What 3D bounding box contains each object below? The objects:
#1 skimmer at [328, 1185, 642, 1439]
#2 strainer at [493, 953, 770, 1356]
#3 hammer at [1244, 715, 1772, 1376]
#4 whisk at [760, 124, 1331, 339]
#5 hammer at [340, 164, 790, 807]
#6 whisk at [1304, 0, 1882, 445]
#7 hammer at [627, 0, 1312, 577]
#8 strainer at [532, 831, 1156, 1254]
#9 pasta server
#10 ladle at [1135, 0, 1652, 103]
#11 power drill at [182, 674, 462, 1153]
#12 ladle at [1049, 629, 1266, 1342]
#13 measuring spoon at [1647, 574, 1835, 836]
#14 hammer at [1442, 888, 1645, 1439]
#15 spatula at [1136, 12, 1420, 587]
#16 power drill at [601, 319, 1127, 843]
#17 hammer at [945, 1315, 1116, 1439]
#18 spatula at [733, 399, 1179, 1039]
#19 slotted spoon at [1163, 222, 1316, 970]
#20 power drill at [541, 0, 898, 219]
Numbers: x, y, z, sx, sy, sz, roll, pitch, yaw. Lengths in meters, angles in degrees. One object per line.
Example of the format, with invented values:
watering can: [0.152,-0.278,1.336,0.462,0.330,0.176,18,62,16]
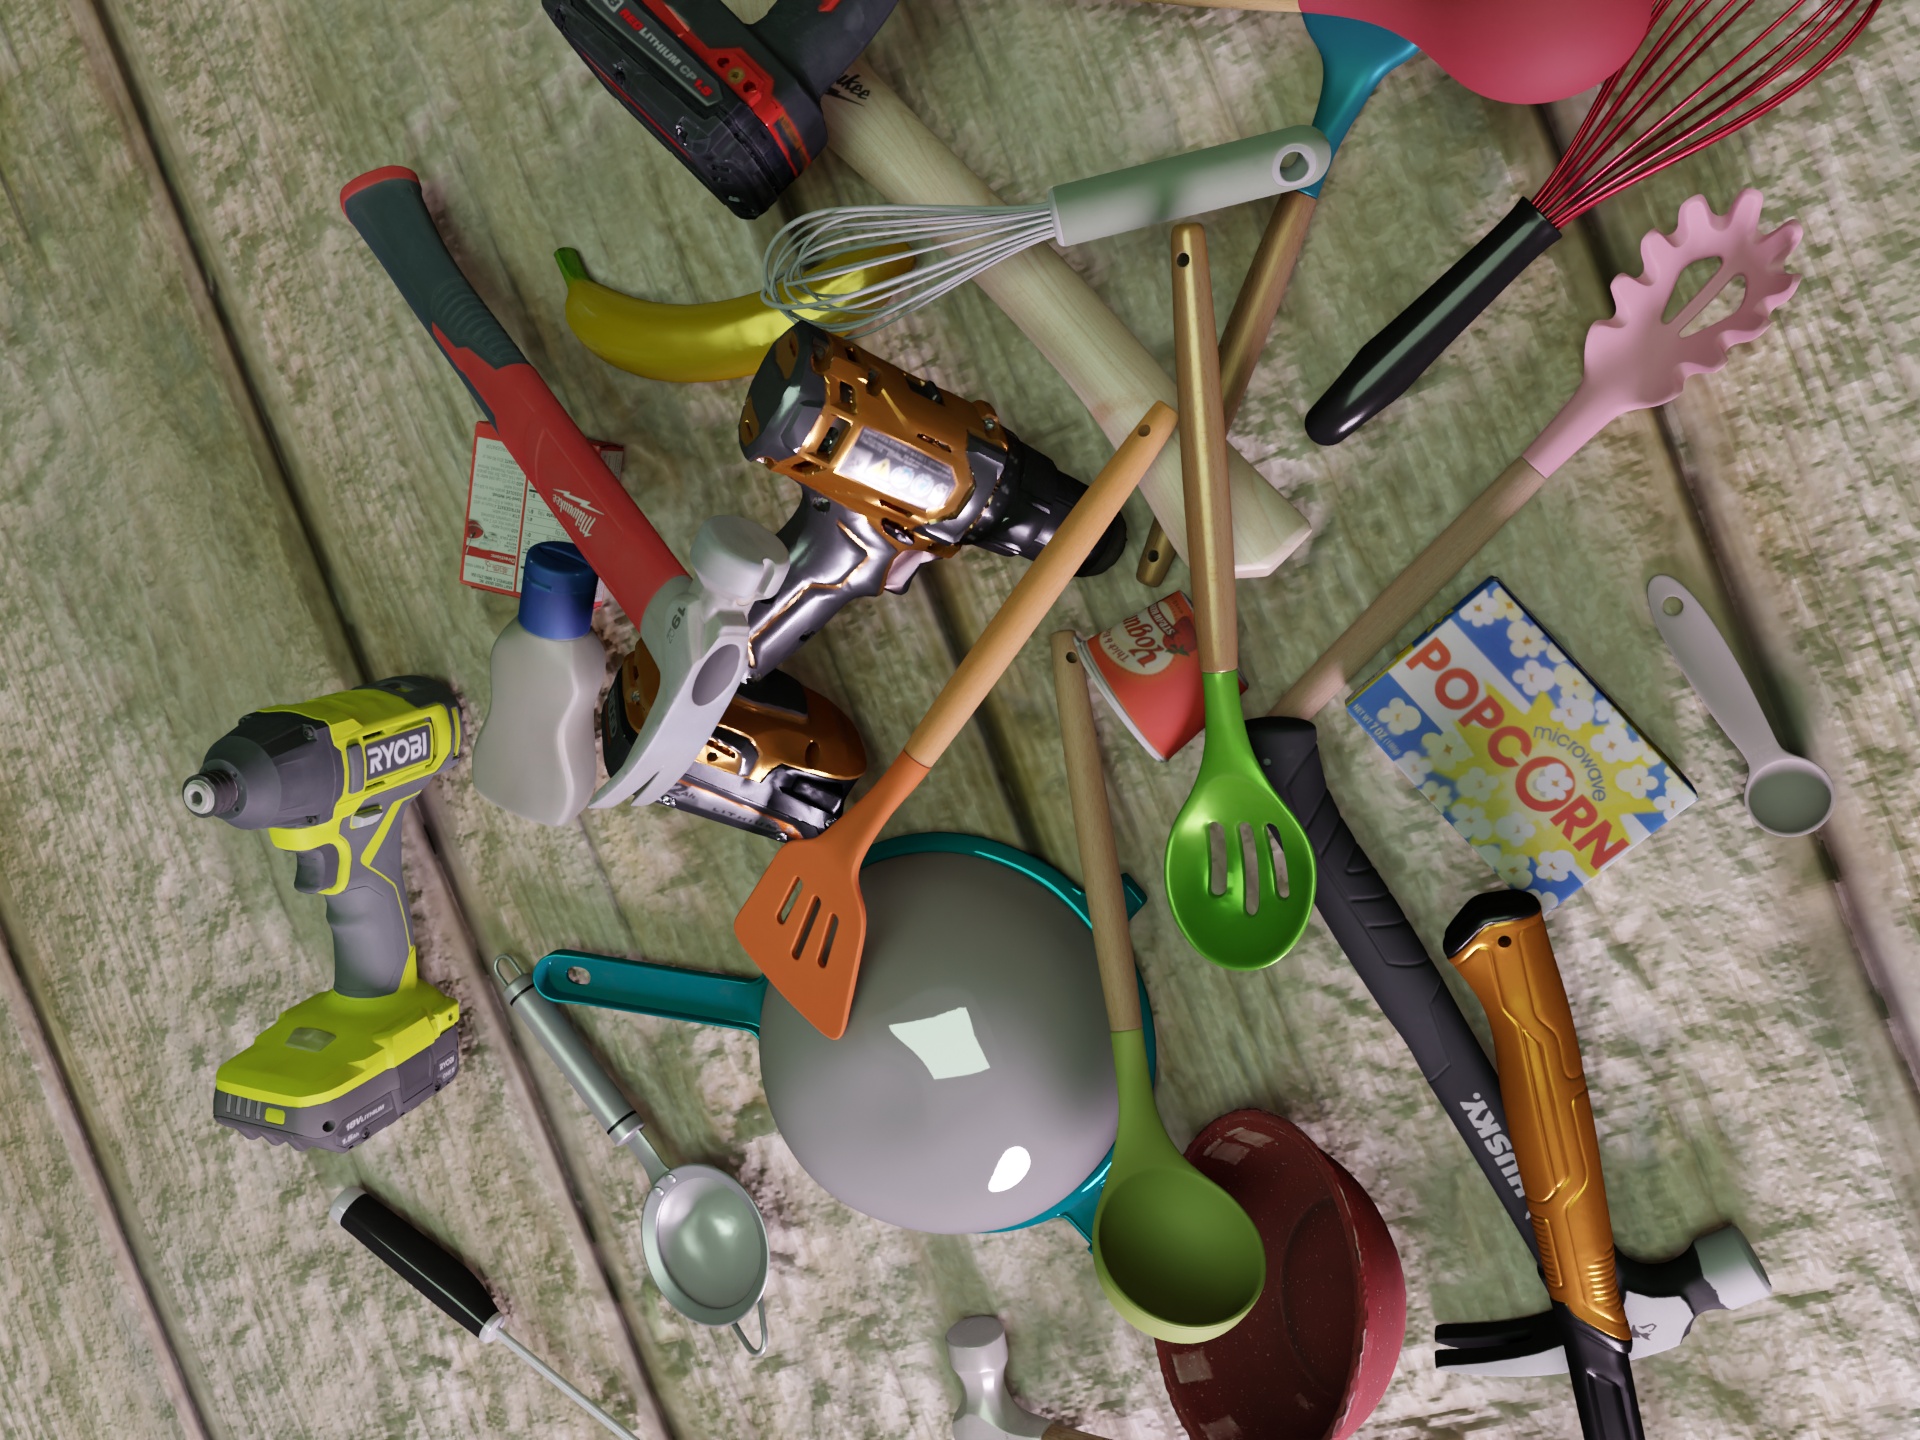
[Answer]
skimmer: [-0.234,0.396,0.880,0.363,0.090,0.127,34,138,13]
strainer: [-0.174,0.226,0.862,0.087,0.050,0.258,-46,77,22]
hammer: [0.209,0.144,0.717,0.146,0.035,0.335,-32,91,19]
whisk: [0.033,-0.210,0.671,0.246,0.059,0.057,-12,126,7]
hammer: [-0.211,-0.133,0.743,0.387,0.038,0.143,50,123,31]
whisk: [0.252,-0.220,0.647,0.073,0.073,0.295,48,114,6]
hammer: [0.012,-0.229,0.714,0.146,0.038,0.411,-43,82,7]
strainer: [-0.078,0.160,0.790,0.340,0.095,0.211,6,100,16]
pasta server: [0.225,-0.089,0.685,0.060,0.040,0.316,47,110,15]
ladle: [0.120,-0.305,0.658,0.316,0.031,0.069,20,109,29]
power drill: [-0.329,0.099,0.826,0.080,0.171,0.223,7,103,17]
ladle: [0.076,0.112,0.717,0.078,0.062,0.320,-5,81,-21]
measuring spoon: [0.329,-0.008,0.678,0.034,0.018,0.124,-31,81,21]
hammer: [0.273,0.233,0.680,0.127,0.034,0.337,-13,97,18]
spatula: [0.133,-0.207,0.694,0.082,0.044,0.317,26,107,23]
power drill: [-0.046,-0.050,0.736,0.185,0.084,0.226,20,117,-27]
hammer: [0.142,0.369,0.747,0.331,0.031,0.130,-4,99,33]
spatula: [-0.001,-0.002,0.705,0.081,0.041,0.322,41,102,27]
slotted spoon: [0.109,-0.047,0.670,0.070,0.031,0.313,1,104,30]
power drill: [-0.071,-0.353,0.678,0.226,0.080,0.188,-45,82,3]
